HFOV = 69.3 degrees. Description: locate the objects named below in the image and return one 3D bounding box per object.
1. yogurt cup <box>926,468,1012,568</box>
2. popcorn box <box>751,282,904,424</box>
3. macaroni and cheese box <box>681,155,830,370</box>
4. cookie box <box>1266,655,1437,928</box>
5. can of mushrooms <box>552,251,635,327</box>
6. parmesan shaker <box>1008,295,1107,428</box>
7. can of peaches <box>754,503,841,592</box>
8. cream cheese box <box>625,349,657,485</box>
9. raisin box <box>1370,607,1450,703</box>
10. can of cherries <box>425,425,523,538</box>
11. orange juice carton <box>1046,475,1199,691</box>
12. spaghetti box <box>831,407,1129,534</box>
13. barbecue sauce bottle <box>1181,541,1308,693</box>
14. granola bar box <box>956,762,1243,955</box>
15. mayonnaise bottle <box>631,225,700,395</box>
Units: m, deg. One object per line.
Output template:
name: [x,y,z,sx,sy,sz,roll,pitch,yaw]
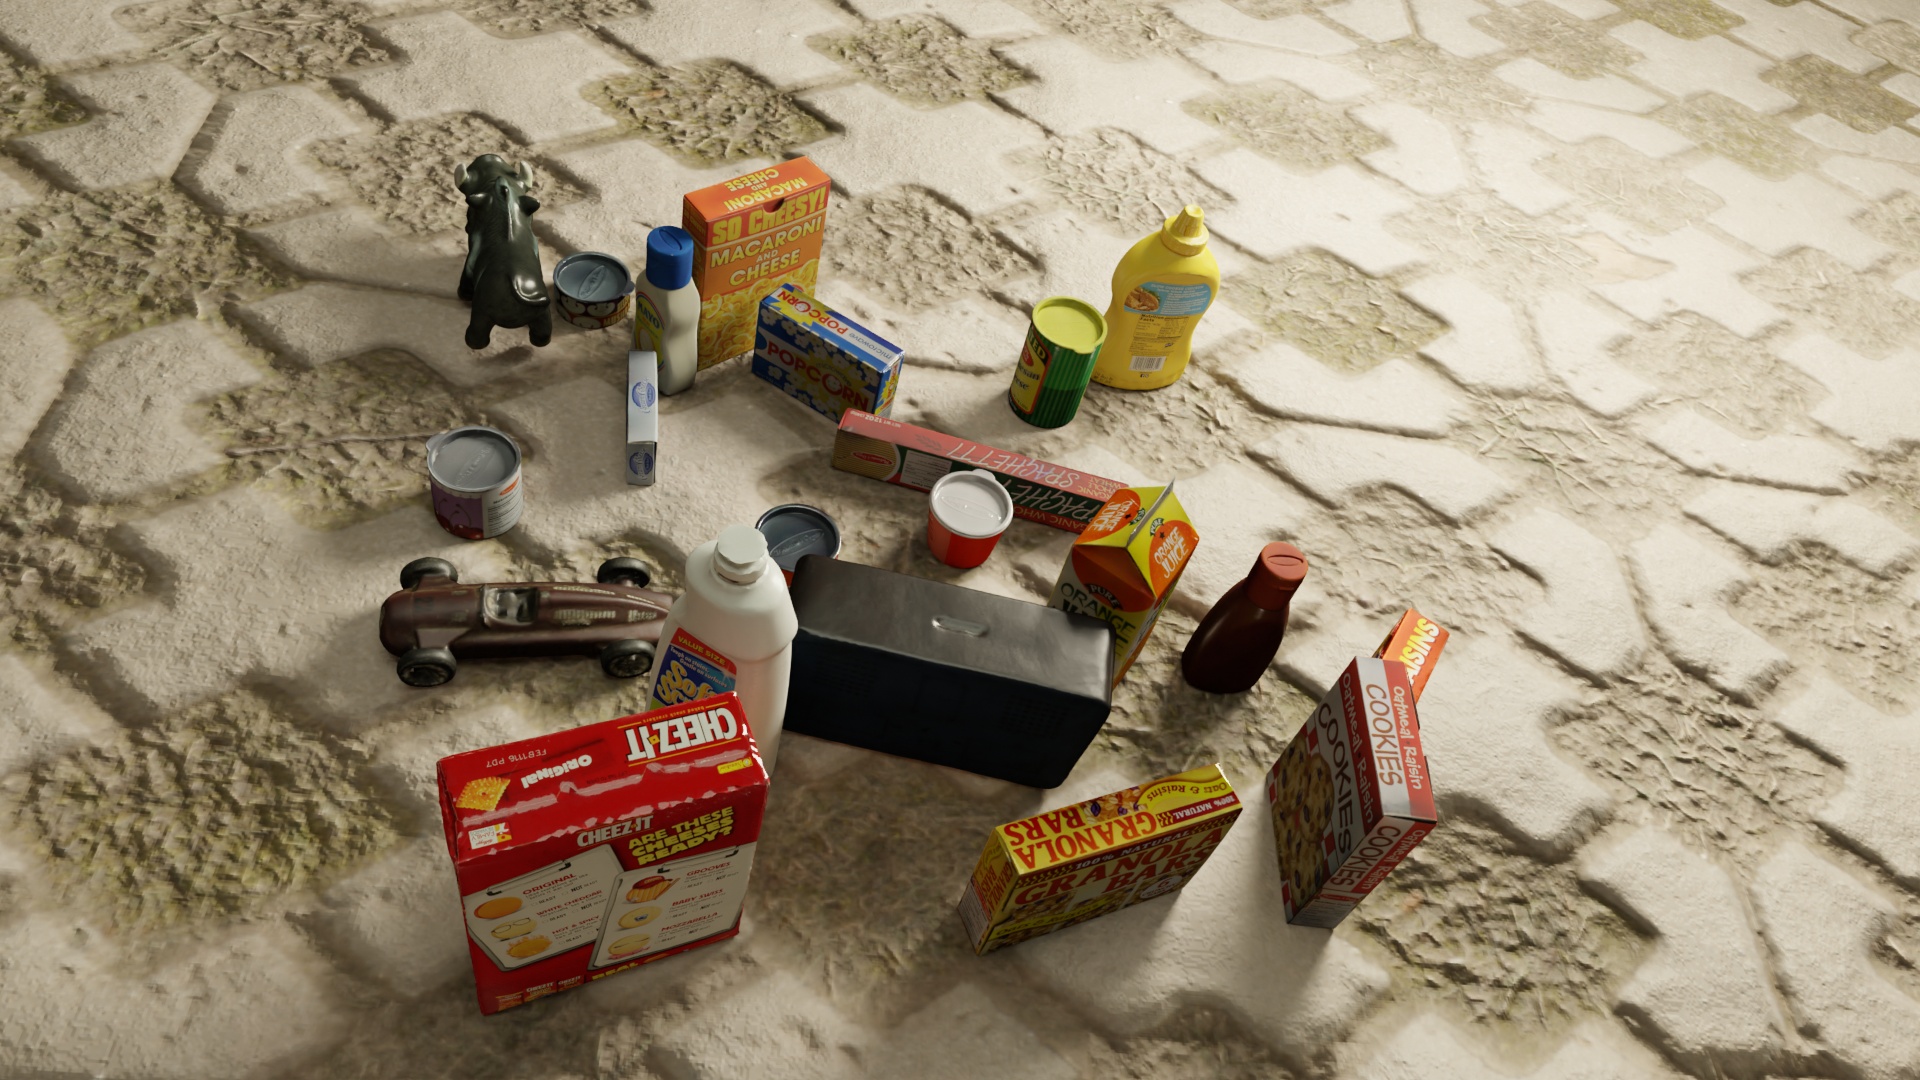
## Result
yogurt cup: [0.004,-0.014,1.124,0.072,0.053,0.073,7,50,-9]
popcorn box: [-0.114,-0.152,1.186,0.127,0.084,0.038,31,51,12]
macaroni and cheese box: [-0.178,-0.234,1.183,0.124,0.165,0.040,-28,63,-31]
cookie box: [0.267,0.176,0.961,0.040,0.166,0.123,8,50,-8]
can of mushrooms: [-0.322,-0.220,1.222,0.071,0.033,0.071,7,50,-9]
parmesan shaker: [0.085,-0.154,1.227,0.071,0.102,0.072,7,50,-9]
can of peaches: [-0.126,0.017,1.063,0.071,0.057,0.071,7,50,-9]
cream cheese box: [-0.259,-0.100,1.127,0.024,0.053,0.104,1,52,-14]
raisin box: [0.314,0.120,1.048,0.040,0.122,0.086,32,51,12]
can of cherries: [-0.368,-0.045,1.051,0.071,0.058,0.072,7,50,-9]
orange juice carton: [0.114,0.034,1.022,0.073,0.191,0.072,33,51,13]
spaghetti box: [0.018,-0.053,1.162,0.250,0.049,0.029,15,50,-2]
barbecue sauce bottle: [0.220,0.060,1.056,0.065,0.147,0.044,4,51,-11]
granola bar box: [0.090,0.211,0.916,0.166,0.123,0.039,-11,55,-22]
mayonnaise bottle: [-0.242,-0.191,1.143,0.041,0.147,0.065,-30,64,-32]
